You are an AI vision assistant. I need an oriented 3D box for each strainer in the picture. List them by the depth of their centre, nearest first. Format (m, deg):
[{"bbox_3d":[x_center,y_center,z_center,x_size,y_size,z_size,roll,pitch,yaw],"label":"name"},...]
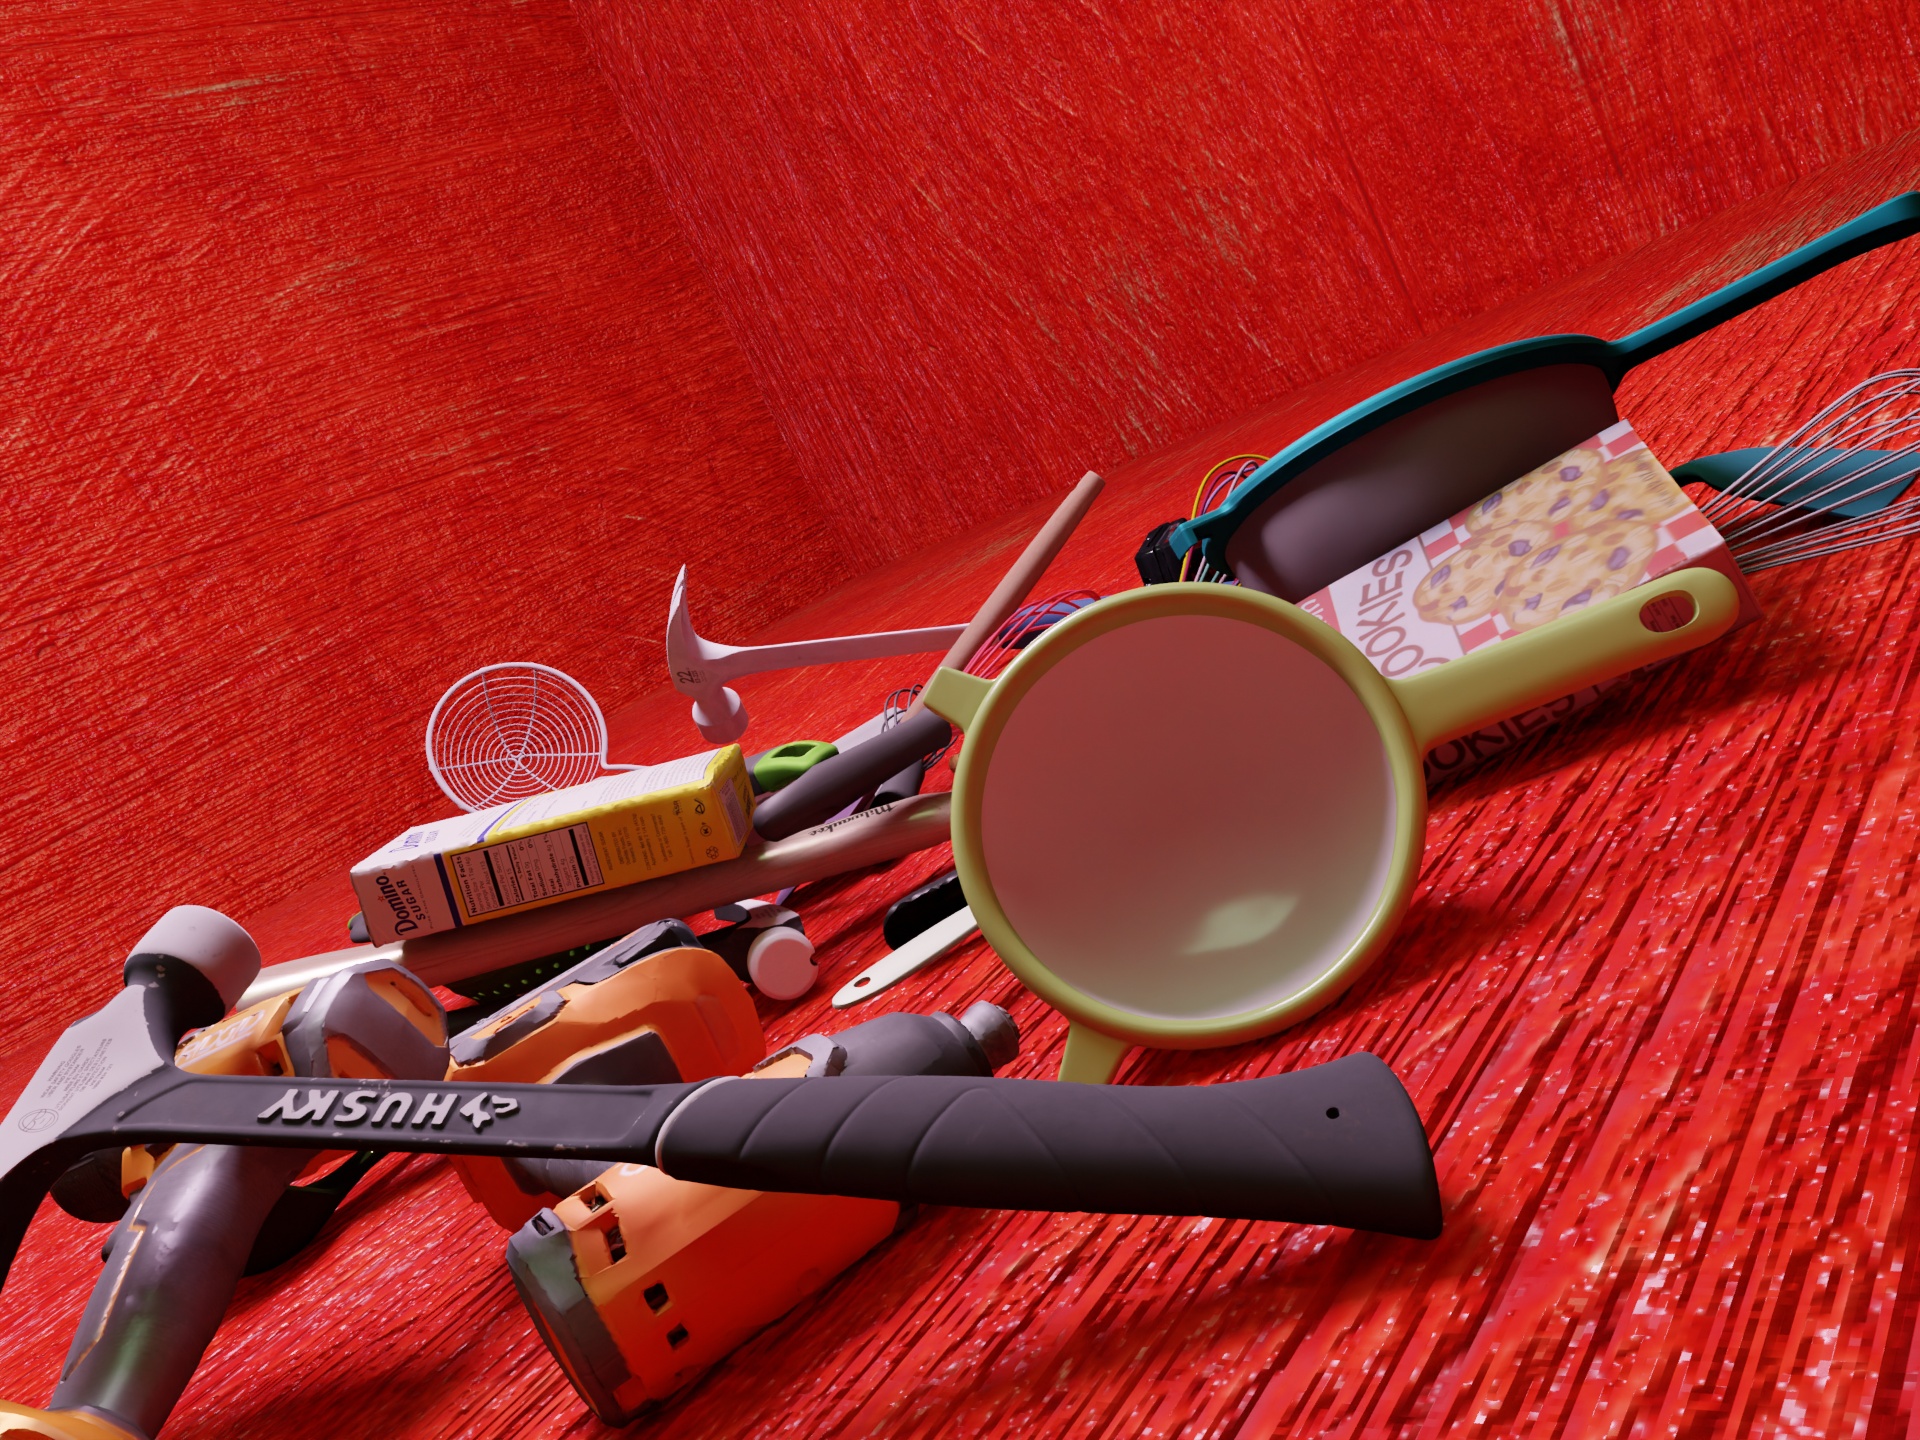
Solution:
[{"bbox_3d":[0.125,0.015,0.525,0.256,0.152,0.069,-22,-19,5],"label":"strainer"},{"bbox_3d":[0.280,-0.113,0.732,0.340,0.095,0.211,-27,-15,28],"label":"strainer"}]

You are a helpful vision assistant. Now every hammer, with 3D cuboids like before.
[{"bbox_3d":[-0.087,0.109,0.416,0.409,0.036,0.149,-3,36,18],"label":"hammer"},{"bbox_3d":[-0.240,0.148,0.767,0.334,0.035,0.146,-15,5,-14],"label":"hammer"},{"bbox_3d":[-0.142,0.087,0.785,0.410,0.038,0.146,-15,7,-13],"label":"hammer"},{"bbox_3d":[0.013,-0.057,0.989,0.405,0.143,0.035,-6,52,8],"label":"hammer"}]

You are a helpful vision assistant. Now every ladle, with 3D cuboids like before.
[{"bbox_3d":[-0.268,0.180,0.824,0.078,0.062,0.320,-15,12,33],"label":"ladle"}]

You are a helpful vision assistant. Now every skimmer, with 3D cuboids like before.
[{"bbox_3d":[-0.215,0.026,1.103,0.363,0.090,0.127,4,60,32],"label":"skimmer"}]

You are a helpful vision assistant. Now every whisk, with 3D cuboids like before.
[{"bbox_3d":[0.298,-0.066,0.663,0.284,0.070,0.070,-28,9,16],"label":"whisk"},{"bbox_3d":[-0.001,-0.003,0.850,0.073,0.073,0.296,-16,10,46],"label":"whisk"},{"bbox_3d":[0.118,-0.053,0.856,0.245,0.047,0.051,-59,17,-26],"label":"whisk"},{"bbox_3d":[-0.036,0.031,1.005,0.055,0.055,0.239,-24,18,15],"label":"whisk"}]

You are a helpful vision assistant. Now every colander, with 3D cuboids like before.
[{"bbox_3d":[-0.209,0.101,0.964,0.397,0.094,0.204,-19,12,36],"label":"colander"}]

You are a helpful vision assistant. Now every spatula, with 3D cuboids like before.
[{"bbox_3d":[0.317,-0.087,0.823,0.082,0.044,0.317,-34,8,-37],"label":"spatula"},{"bbox_3d":[-0.014,-0.015,0.927,0.316,0.018,0.060,-53,6,1],"label":"spatula"}]

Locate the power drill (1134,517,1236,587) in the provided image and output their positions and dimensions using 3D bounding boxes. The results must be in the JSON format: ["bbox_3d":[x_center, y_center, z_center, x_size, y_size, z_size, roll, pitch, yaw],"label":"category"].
[{"bbox_3d":[0.234,-0.117,1.046,0.226,0.080,0.188,-20,11,17],"label":"power drill"}]

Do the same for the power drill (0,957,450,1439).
[{"bbox_3d":[-0.278,0.191,0.513,0.185,0.084,0.226,-24,30,26],"label":"power drill"}]

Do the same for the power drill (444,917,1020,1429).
[{"bbox_3d":[-0.087,0.132,0.542,0.164,0.084,0.226,-30,15,-24],"label":"power drill"}]

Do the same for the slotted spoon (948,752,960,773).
[{"bbox_3d":[0.082,0.007,0.919,0.070,0.031,0.314,-37,12,-33],"label":"slotted spoon"}]

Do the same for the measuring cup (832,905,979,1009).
[{"bbox_3d":[0.010,0.055,0.626,0.167,0.038,0.083,-32,21,-30],"label":"measuring cup"}]
